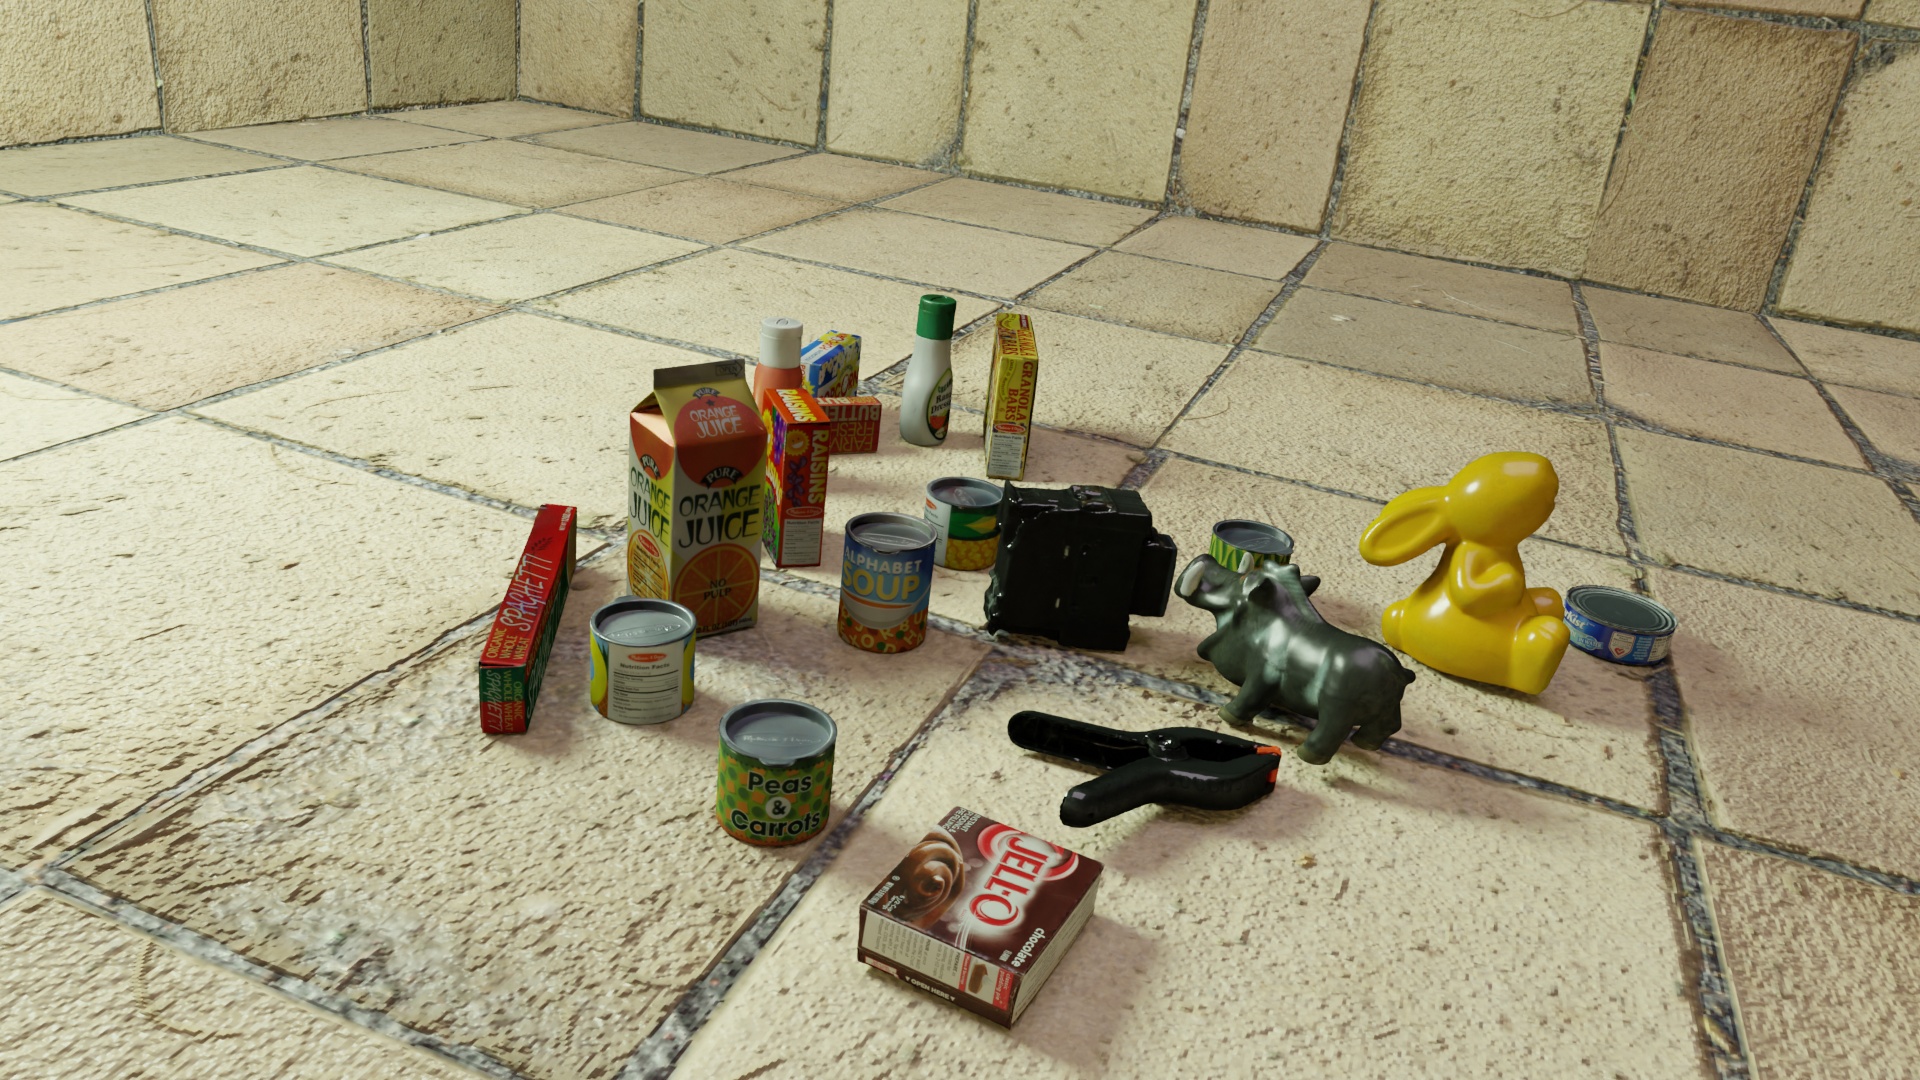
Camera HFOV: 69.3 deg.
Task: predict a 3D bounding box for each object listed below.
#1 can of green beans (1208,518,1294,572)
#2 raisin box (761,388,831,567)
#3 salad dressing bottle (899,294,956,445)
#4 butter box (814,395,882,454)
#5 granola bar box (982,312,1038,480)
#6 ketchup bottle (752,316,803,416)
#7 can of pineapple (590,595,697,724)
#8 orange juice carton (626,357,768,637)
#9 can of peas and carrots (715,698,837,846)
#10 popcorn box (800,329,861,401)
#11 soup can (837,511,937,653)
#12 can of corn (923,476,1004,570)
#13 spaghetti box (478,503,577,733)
[{"bbox_3d":[0.233,0.022,1.132,0.071,0.057,0.071,6,23,-2],"label":"can of green beans"},{"bbox_3d":[-0.135,-0.051,1.116,0.040,0.122,0.086,-2,24,-20],"label":"raisin box"},{"bbox_3d":[-0.030,-0.170,1.388,0.044,0.147,0.064,18,25,24],"label":"salad dressing bottle"},{"bbox_3d":[-0.129,-0.111,1.342,0.104,0.053,0.024,-5,25,-25],"label":"butter box"},{"bbox_3d":[0.049,-0.147,1.385,0.039,0.123,0.166,6,23,-3],"label":"granola bar box"},{"bbox_3d":[-0.164,-0.124,1.242,0.043,0.148,0.065,7,23,0],"label":"ketchup bottle"},{"bbox_3d":[-0.202,0.075,0.887,0.071,0.057,0.071,6,23,-2],"label":"can of pineapple"},{"bbox_3d":[-0.185,-0.032,0.970,0.072,0.191,0.073,-11,29,-36],"label":"orange juice carton"},{"bbox_3d":[-0.104,0.132,0.784,0.071,0.058,0.071,6,23,-2],"label":"can of peas and carrots"},{"bbox_3d":[-0.140,-0.156,1.403,0.038,0.084,0.127,12,24,11],"label":"popcorn box"},{"bbox_3d":[-0.054,0.031,0.998,0.071,0.083,0.071,6,23,-2],"label":"soup can"},{"bbox_3d":[0.004,-0.014,1.151,0.071,0.058,0.071,6,23,-2],"label":"can of corn"},{"bbox_3d":[-0.289,0.045,0.942,0.029,0.050,0.251,3,24,-9],"label":"spaghetti box"}]
